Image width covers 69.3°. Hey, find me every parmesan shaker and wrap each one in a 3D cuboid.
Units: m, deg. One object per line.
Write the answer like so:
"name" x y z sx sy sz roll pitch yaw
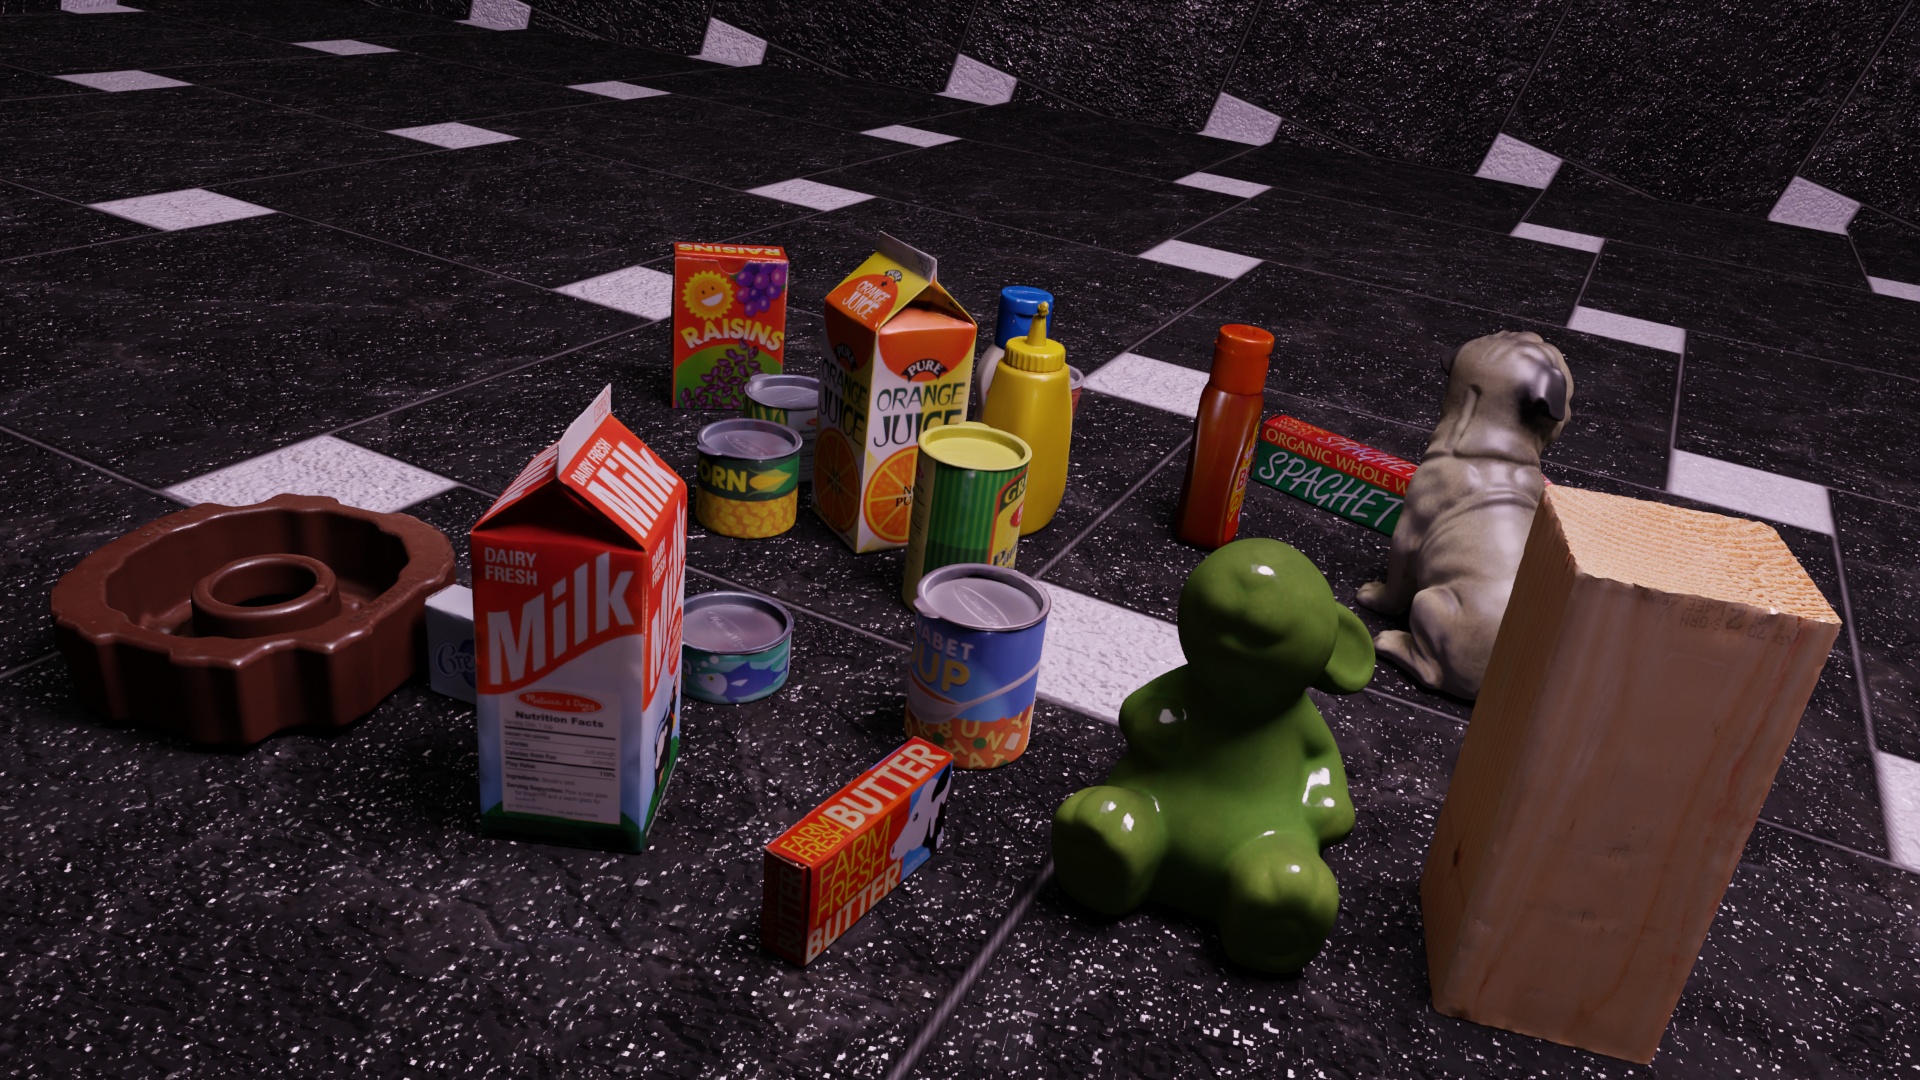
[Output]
"parmesan shaker" 0.003 -0.010 0.826 0.071 0.102 0.071 6 26 -3

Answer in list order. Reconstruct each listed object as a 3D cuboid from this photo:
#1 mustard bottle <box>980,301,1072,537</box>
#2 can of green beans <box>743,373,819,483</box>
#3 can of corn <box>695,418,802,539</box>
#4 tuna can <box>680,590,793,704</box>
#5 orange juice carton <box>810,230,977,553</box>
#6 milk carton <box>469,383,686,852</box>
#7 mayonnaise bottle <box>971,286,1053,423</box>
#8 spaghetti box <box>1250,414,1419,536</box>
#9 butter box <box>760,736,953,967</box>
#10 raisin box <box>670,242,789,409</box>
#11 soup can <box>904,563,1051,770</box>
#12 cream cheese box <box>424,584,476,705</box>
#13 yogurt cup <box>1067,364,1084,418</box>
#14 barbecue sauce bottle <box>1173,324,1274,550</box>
"mustard bottle" 0.044 -0.083 0.918 0.049 0.159 0.065 26 31 34
"can of green beans" -0.122 -0.080 0.986 0.071 0.057 0.071 6 26 -3
"can of corn" -0.140 -0.040 0.900 0.071 0.058 0.071 6 26 -3
"tuna can" -0.125 0.057 0.736 0.071 0.032 0.071 6 26 -3
"orange juice carton" -0.043 -0.095 0.884 0.073 0.191 0.072 -9 30 -30
"milk carton" -0.161 0.033 0.596 0.073 0.189 0.072 7 26 -1
"mayonnaise bottle" 0.036 -0.101 0.967 0.065 0.147 0.041 5 26 -4
"spaghetti box" 0.323 -0.027 1.001 0.250 0.050 0.029 28 32 36
"butter box" -0.042 0.129 0.586 0.024 0.053 0.104 21 29 27
"raisin box" -0.179 -0.164 1.069 0.086 0.122 0.040 1 26 -13
"soup can" 0.005 0.063 0.698 0.071 0.083 0.071 6 26 -3
"cream cheese box" -0.213 0.061 0.682 0.104 0.053 0.024 15 27 16
"yogurt cup" 0.061 -0.109 1.097 0.072 0.053 0.073 6 26 -3
"barbecue sauce bottle" 0.179 -0.071 0.942 0.044 0.147 0.065 14 26 14
